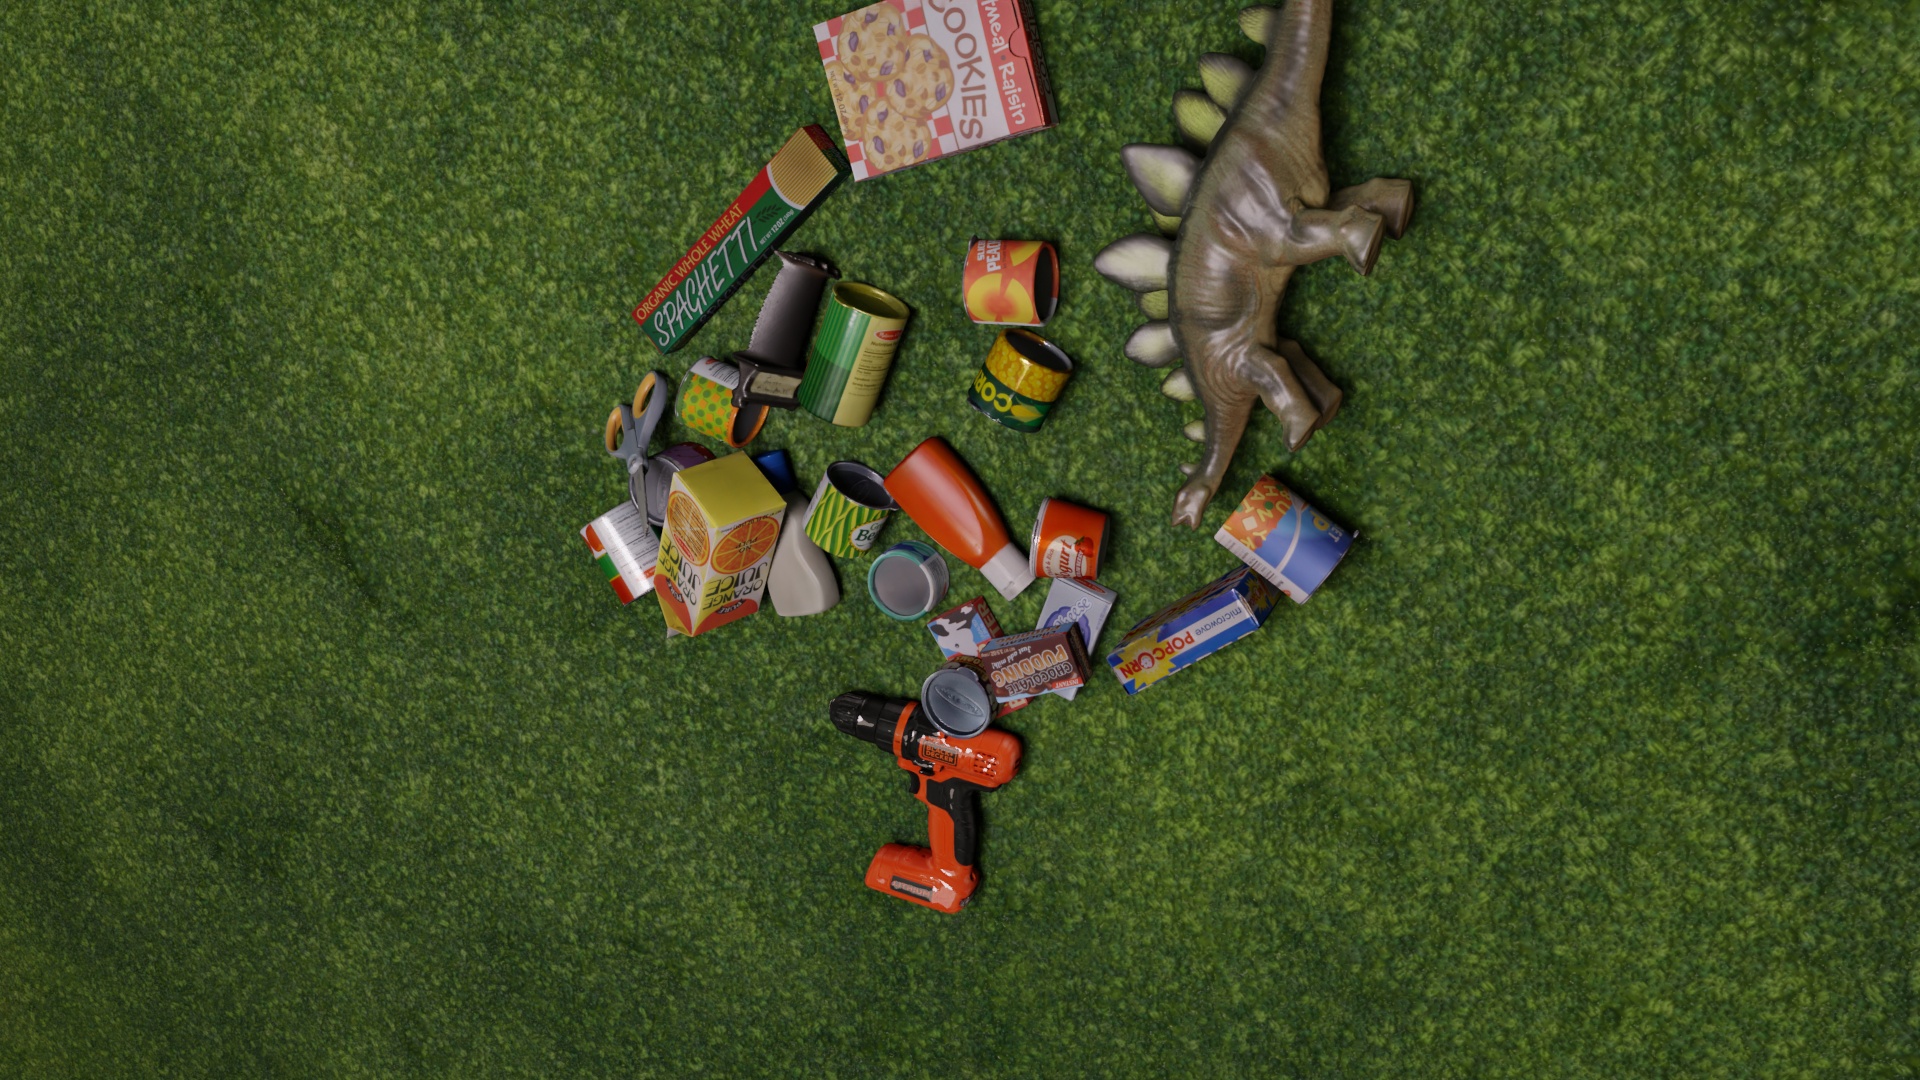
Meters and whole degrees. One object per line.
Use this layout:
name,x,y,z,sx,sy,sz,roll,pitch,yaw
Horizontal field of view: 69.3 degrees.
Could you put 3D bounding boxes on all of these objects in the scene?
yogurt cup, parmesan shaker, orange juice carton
yogurt cup,0.090,0.001,1.129,0.054,0.073,0.072,10,112,12
parmesan shaker,-0.092,-0.154,1.151,0.071,0.071,0.102,30,118,12
orange juice carton,-0.220,0.017,1.241,0.073,0.072,0.191,49,140,25

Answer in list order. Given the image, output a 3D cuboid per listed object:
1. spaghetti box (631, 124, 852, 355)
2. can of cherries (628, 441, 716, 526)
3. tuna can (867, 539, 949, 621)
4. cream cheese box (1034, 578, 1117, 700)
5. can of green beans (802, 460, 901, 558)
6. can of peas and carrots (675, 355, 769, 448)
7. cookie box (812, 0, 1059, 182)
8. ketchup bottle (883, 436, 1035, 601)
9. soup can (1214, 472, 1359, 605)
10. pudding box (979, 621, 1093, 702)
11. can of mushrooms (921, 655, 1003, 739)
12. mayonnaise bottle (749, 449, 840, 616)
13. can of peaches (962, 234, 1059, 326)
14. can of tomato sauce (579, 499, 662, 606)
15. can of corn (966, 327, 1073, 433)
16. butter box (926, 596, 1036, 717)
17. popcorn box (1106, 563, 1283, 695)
spaghetti box,-0.191,-0.251,1.186,0.249,0.029,0.050,-38,89,29
can of cherries,-0.257,-0.051,1.269,0.071,0.058,0.071,7,110,22
tuna can,-0.048,0.035,1.219,0.071,0.033,0.070,8,111,21
cream cheese box,0.091,0.080,1.177,0.053,0.024,0.103,26,116,15
can of green beans,-0.096,-0.026,1.200,0.071,0.071,0.057,35,119,10
can of peas and carrots,-0.208,-0.119,1.219,0.059,0.071,0.070,24,116,14
cookie box,-0.019,-0.357,1.065,0.167,0.040,0.122,-9,104,26
ketchup bottle,0.004,-0.015,1.172,0.149,0.044,0.064,48,120,2
soup can,0.247,-0.004,1.055,0.084,0.071,0.071,39,119,8
pudding box,0.063,0.103,1.164,0.083,0.030,0.049,-14,102,28
can of mushrooms,0.004,0.133,1.200,0.071,0.033,0.070,9,112,24
mayonnaise bottle,-0.156,-0.007,1.249,0.064,0.041,0.147,-7,104,35
can of peaches,0.040,-0.202,1.077,0.058,0.071,0.071,7,110,21
can of tomato sauce,-0.310,0.010,1.310,0.071,0.071,0.083,-29,94,29
can of corn,0.046,-0.127,1.099,0.071,0.071,0.058,35,117,10
butter box,0.019,0.104,1.218,0.053,0.024,0.103,-28,95,30
popcorn box,0.185,0.067,1.095,0.126,0.085,0.038,-33,92,30
